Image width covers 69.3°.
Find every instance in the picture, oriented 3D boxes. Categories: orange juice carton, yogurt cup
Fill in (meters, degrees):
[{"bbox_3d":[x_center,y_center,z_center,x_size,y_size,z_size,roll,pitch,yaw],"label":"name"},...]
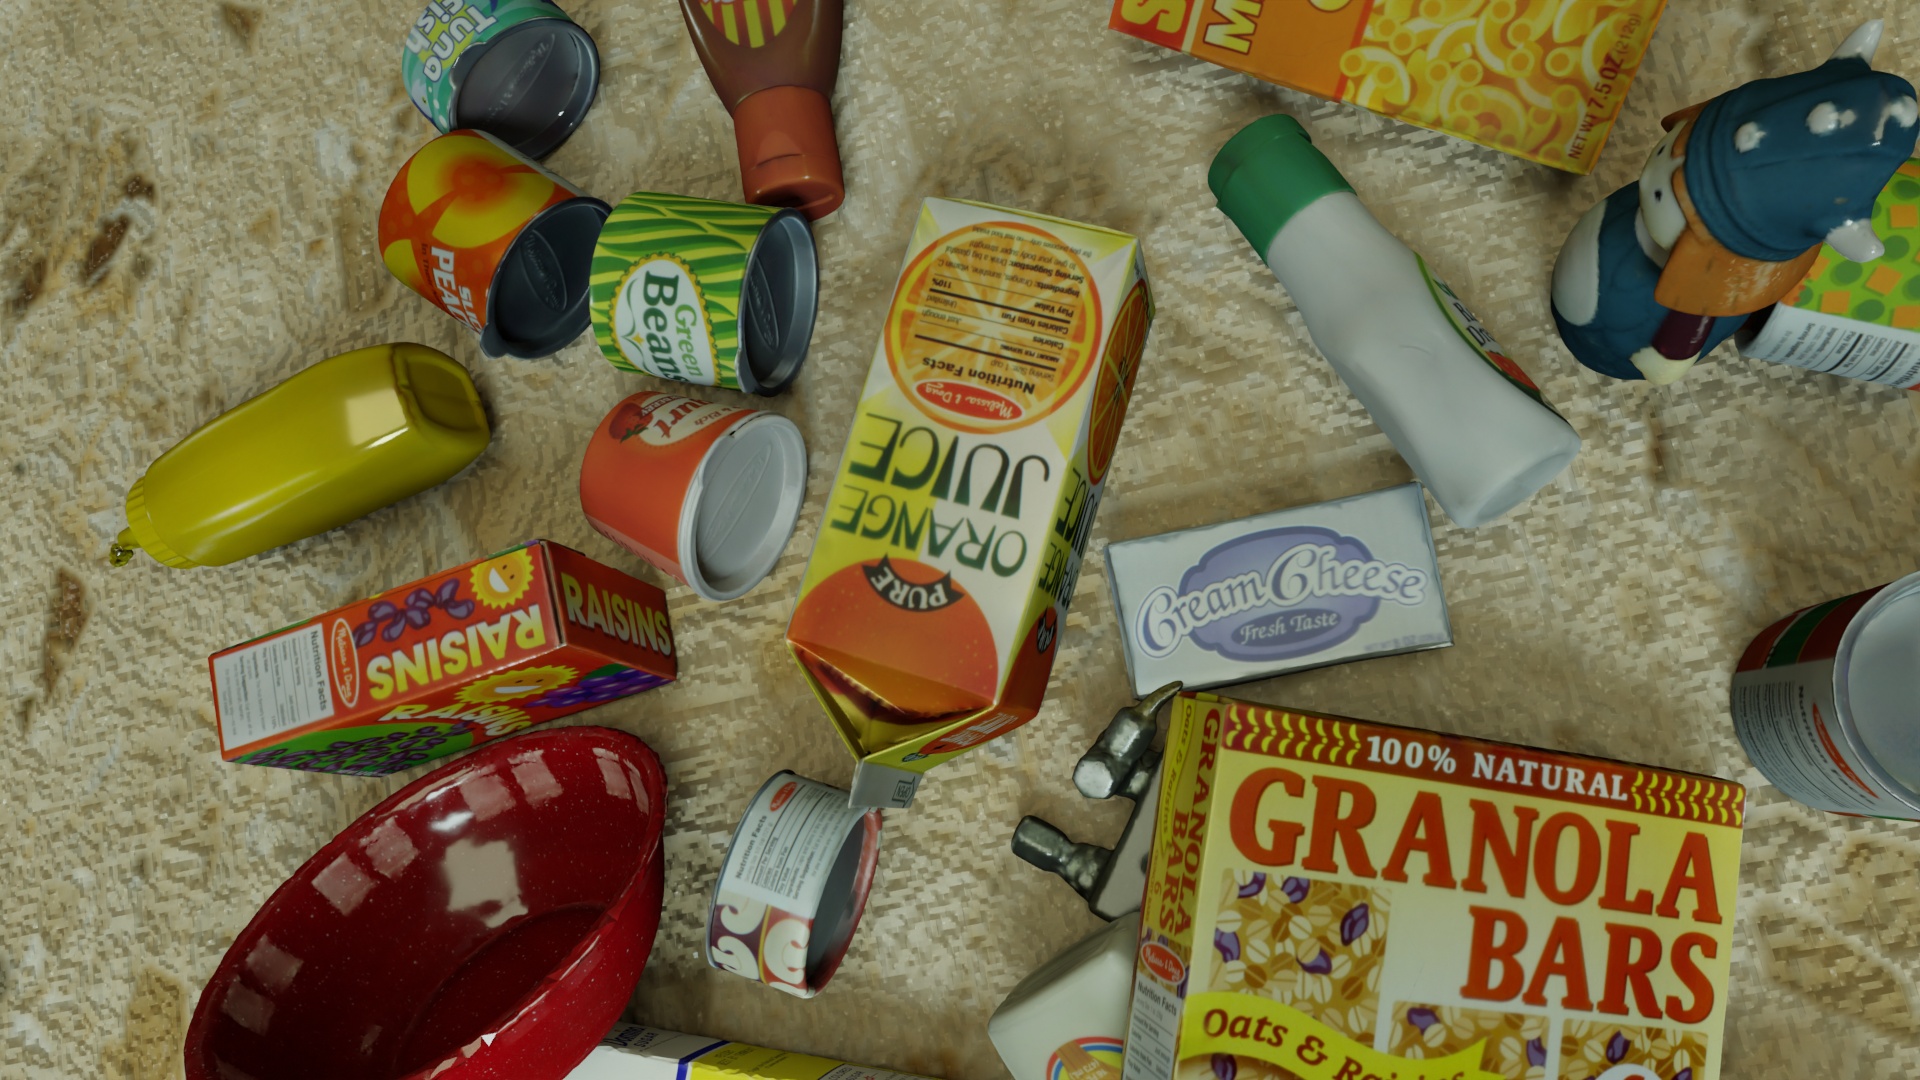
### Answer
[{"bbox_3d":[0.002,-0.006,0.454,0.073,0.071,0.193,15,84,14],"label":"orange juice carton"},{"bbox_3d":[-0.093,-0.019,0.482,0.054,0.072,0.072,20,85,23],"label":"yogurt cup"}]

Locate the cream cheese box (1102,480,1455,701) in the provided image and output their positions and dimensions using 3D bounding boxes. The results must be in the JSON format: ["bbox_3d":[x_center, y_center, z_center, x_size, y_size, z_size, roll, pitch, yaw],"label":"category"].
[{"bbox_3d":[0.103,0.018,0.452,0.104,0.024,0.053,-11,78,10],"label":"cream cheese box"}]

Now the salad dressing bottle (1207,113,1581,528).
[{"bbox_3d":[0.134,-0.074,0.446,0.044,0.064,0.148,-40,66,21],"label":"salad dressing bottle"}]

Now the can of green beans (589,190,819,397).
[{"bbox_3d":[-0.089,-0.087,0.490,0.058,0.071,0.071,10,83,14],"label":"can of green beans"}]

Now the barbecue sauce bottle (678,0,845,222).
[{"bbox_3d":[-0.072,-0.193,0.517,0.065,0.043,0.149,-12,78,8],"label":"barbecue sauce bottle"}]

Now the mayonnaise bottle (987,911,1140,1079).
[{"bbox_3d":[0.075,0.186,0.411,0.064,0.041,0.148,-41,82,29],"label":"mayonnaise bottle"}]

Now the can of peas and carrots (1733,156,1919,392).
[{"bbox_3d":[0.273,-0.083,0.413,0.059,0.071,0.071,15,84,15],"label":"can of peas and carrots"}]

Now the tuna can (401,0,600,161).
[{"bbox_3d":[-0.174,-0.177,0.522,0.071,0.071,0.033,-46,74,2],"label":"tuna can"}]

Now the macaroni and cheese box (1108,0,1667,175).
[{"bbox_3d":[0.145,-0.203,0.447,0.166,0.040,0.123,23,118,15],"label":"macaroni and cheese box"}]

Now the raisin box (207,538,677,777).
[{"bbox_3d":[-0.172,0.043,0.475,0.123,0.086,0.040,-18,73,9],"label":"raisin box"}]

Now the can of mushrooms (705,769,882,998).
[{"bbox_3d":[-0.052,0.112,0.449,0.033,0.071,0.071,15,84,13],"label":"can of mushrooms"}]

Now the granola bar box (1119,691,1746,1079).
[{"bbox_3d":[0.131,0.115,0.384,0.166,0.039,0.124,11,83,-15],"label":"granola bar box"}]

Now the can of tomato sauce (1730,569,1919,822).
[{"bbox_3d":[0.263,0.044,0.383,0.071,0.083,0.071,-2,80,12],"label":"can of tomato sauce"}]

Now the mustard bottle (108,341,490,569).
[{"bbox_3d":[-0.258,-0.024,0.518,0.160,0.065,0.049,-21,81,12],"label":"mustard bottle"}]

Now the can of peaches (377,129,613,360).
[{"bbox_3d":[-0.170,-0.107,0.510,0.058,0.071,0.071,33,89,16],"label":"can of peaches"}]
